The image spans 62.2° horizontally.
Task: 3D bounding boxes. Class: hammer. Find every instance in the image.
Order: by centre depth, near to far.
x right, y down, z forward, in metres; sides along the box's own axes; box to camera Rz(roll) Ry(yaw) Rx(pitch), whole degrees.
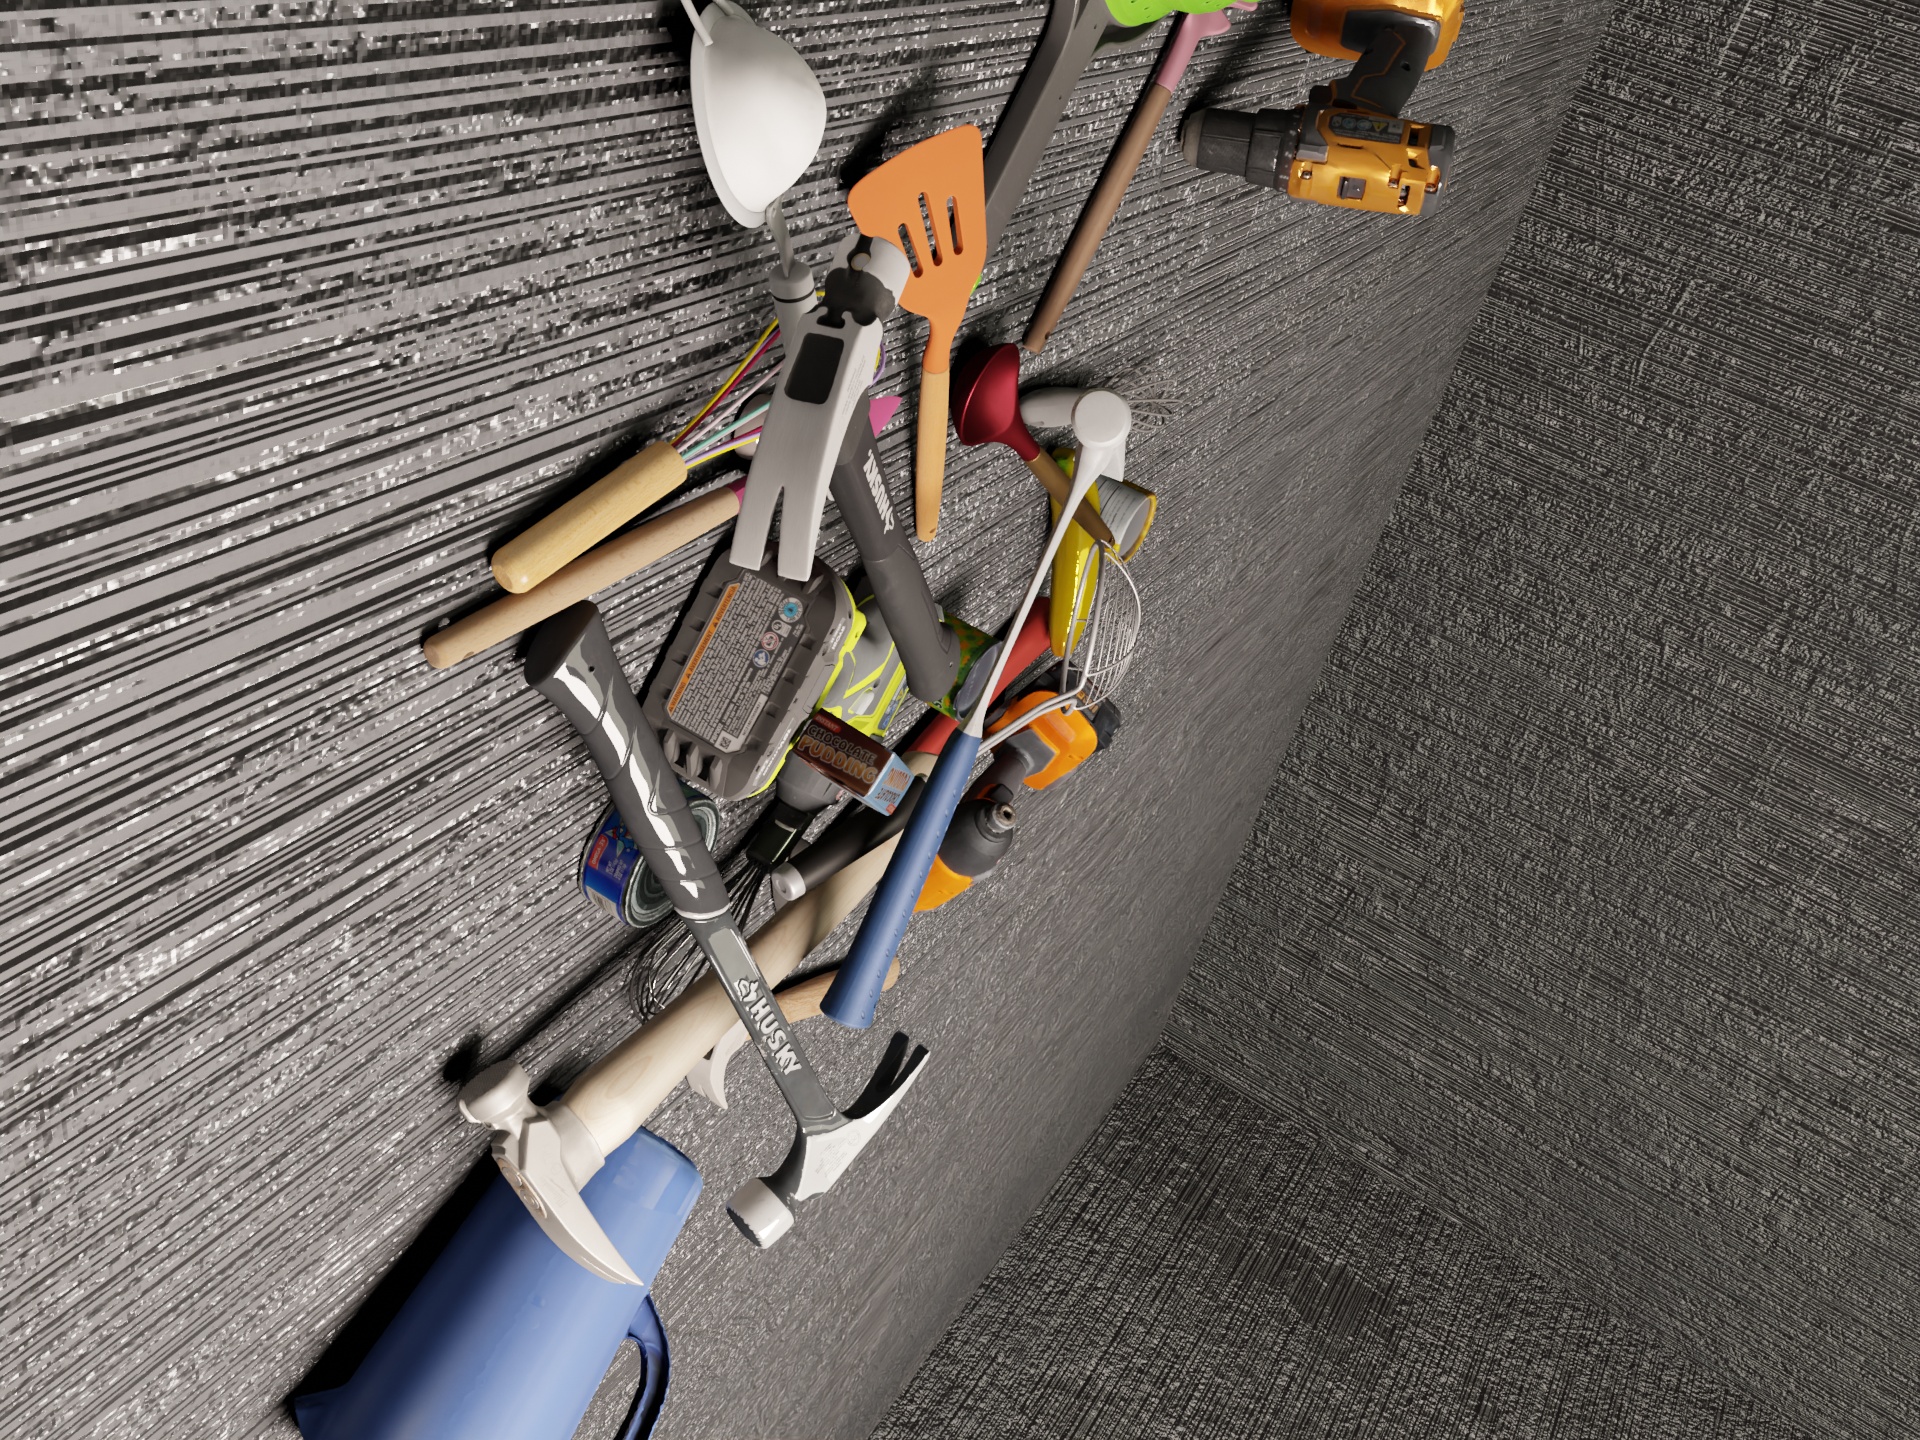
[{"bbox_3d":[-0.039,-0.080,0.791,0.334,0.035,0.146,70,37,-68],"label":"hammer"},{"bbox_3d":[-0.124,0.109,0.840,0.149,0.036,0.408,-40,131,-26],"label":"hammer"},{"bbox_3d":[0.011,-0.003,0.971,0.144,0.035,0.405,-18,132,-83],"label":"hammer"},{"bbox_3d":[-0.117,0.155,0.988,0.038,0.146,0.411,-15,-159,45],"label":"hammer"},{"bbox_3d":[-0.023,0.016,1.223,0.359,0.037,0.149,-49,158,-32],"label":"hammer"},{"bbox_3d":[-0.123,0.225,1.269,0.130,0.031,0.331,-64,162,8],"label":"hammer"}]

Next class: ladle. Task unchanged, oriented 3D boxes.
[{"bbox_3d":[0.059,-0.178,1.106,0.069,0.031,0.315,-58,154,-1],"label":"ladle"}]

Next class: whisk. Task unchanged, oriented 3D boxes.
[{"bbox_3d":[-0.122,-0.134,0.738,0.245,0.051,0.047,-44,135,-33],"label":"whisk"},{"bbox_3d":[-0.135,0.100,1.041,0.246,0.057,0.059,-56,-164,-25],"label":"whisk"},{"bbox_3d":[0.104,-0.235,1.180,0.239,0.055,0.055,-22,138,-57],"label":"whisk"}]

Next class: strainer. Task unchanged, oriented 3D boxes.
[{"bbox_3d":[-0.072,-0.197,0.684,0.258,0.050,0.087,82,19,-47],"label":"strainer"}]

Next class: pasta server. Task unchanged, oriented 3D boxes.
[{"bbox_3d":[0.123,-0.381,1.027,0.060,0.040,0.316,14,106,-59],"label":"pasta server"}]

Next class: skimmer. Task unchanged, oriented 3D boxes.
[{"bbox_3d":[-0.002,-0.003,1.074,0.363,0.090,0.127,-34,156,-32],"label":"skimmer"}]

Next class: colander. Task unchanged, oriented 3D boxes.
[{"bbox_3d":[0.105,-0.388,0.872,0.397,0.094,0.204,-63,162,5],"label":"colander"}]

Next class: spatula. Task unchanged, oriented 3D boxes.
[{"bbox_3d":[-0.020,-0.196,0.907,0.081,0.041,0.322,-34,162,-17],"label":"spatula"}]

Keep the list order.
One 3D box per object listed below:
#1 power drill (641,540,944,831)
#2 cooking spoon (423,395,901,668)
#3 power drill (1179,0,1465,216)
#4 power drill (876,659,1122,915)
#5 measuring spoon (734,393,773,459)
[{"bbox_3d":[-0.092,-0.014,0.931,0.171,0.080,0.223,-62,165,3],"label":"power drill"},{"bbox_3d":[-0.129,-0.097,0.770,0.319,0.017,0.068,-38,180,-44],"label":"cooking spoon"},{"bbox_3d":[0.265,-0.460,1.139,0.084,0.185,0.226,83,20,-61],"label":"power drill"},{"bbox_3d":[0.038,0.051,1.284,0.226,0.084,0.164,-49,-174,-37],"label":"power drill"},{"bbox_3d":[-0.074,-0.176,0.825,0.124,0.018,0.034,-51,159,-31],"label":"measuring spoon"}]
